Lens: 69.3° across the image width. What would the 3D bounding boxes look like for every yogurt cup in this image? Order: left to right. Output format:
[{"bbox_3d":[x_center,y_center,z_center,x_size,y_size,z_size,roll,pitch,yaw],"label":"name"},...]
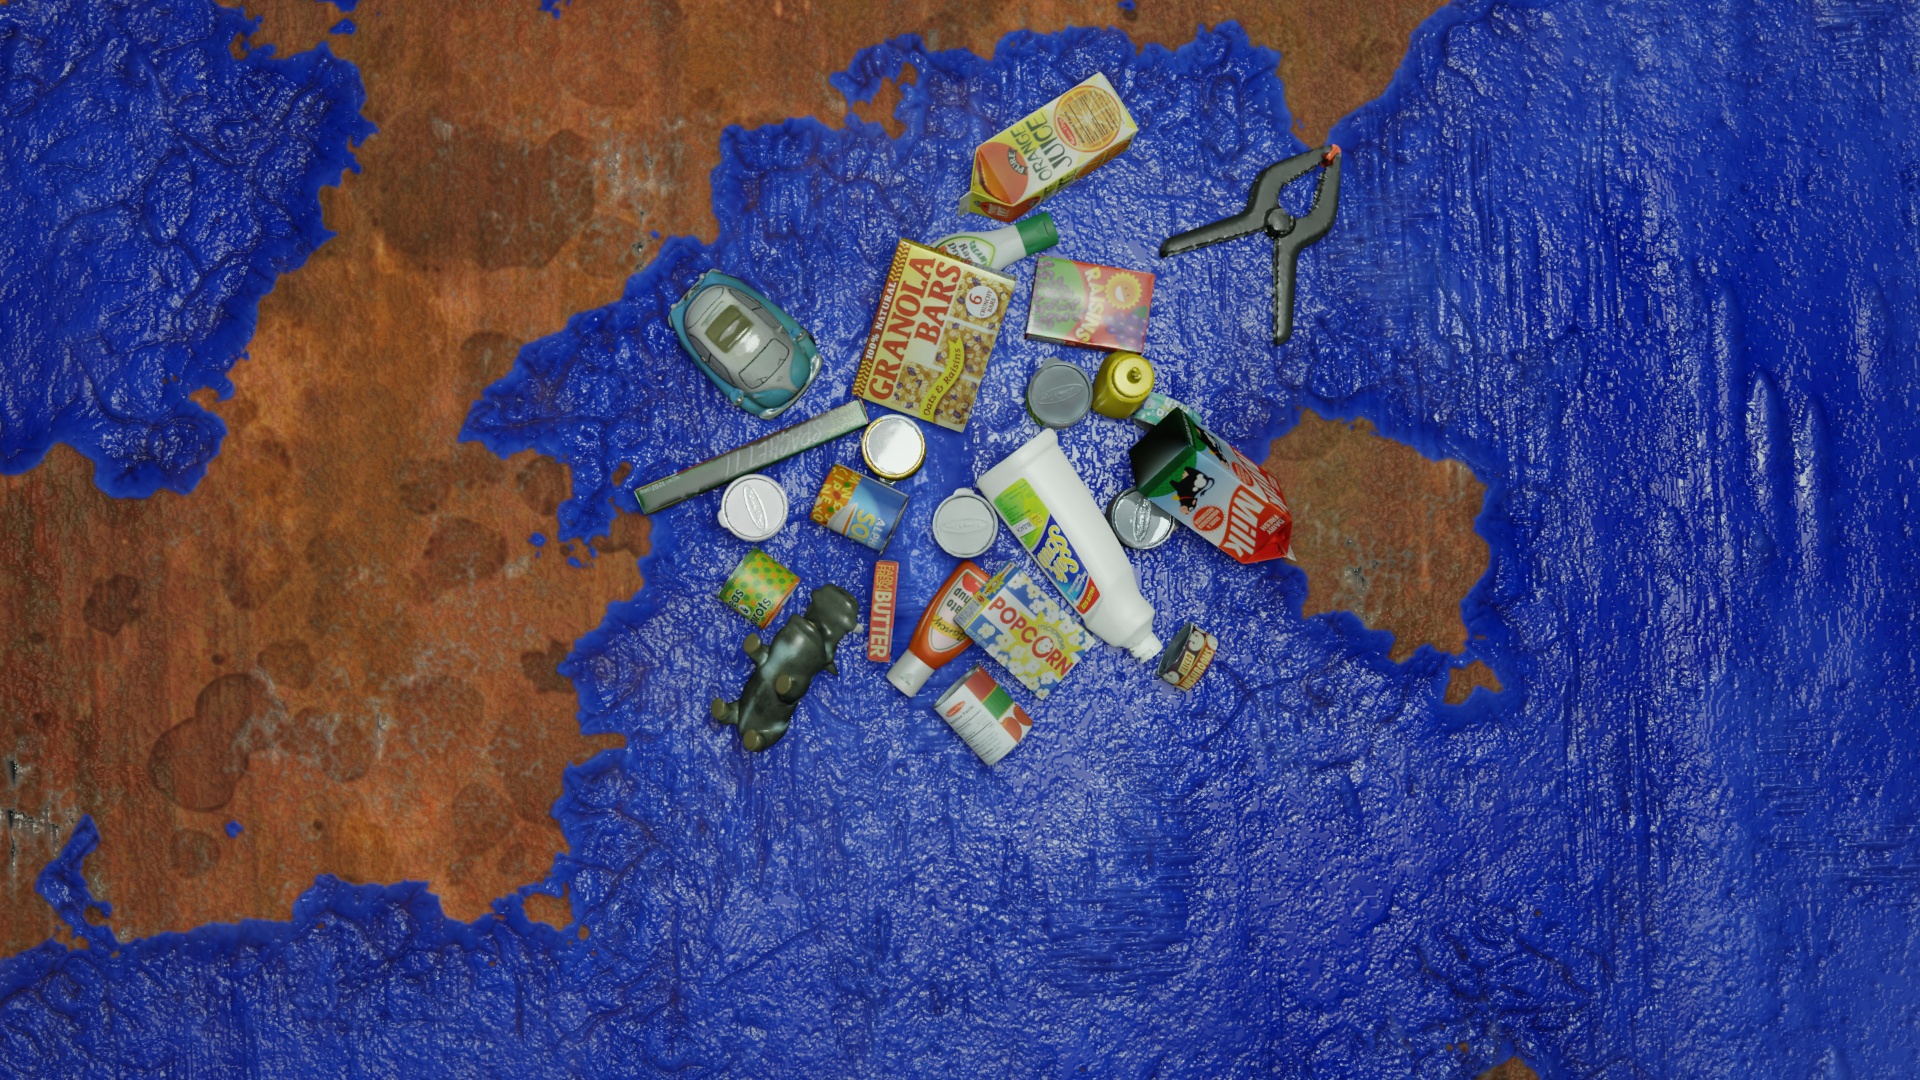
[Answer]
[{"bbox_3d":[-0.208,-0.033,1.423,0.072,0.054,0.072,0,90,-2],"label":"yogurt cup"}]

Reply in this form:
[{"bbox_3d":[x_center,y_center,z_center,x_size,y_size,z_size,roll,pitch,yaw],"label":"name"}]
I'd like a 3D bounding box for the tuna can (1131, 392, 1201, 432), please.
[{"bbox_3d":[0.213,-0.125,1.428,0.071,0.071,0.033,26,88,-1],"label":"tuna can"}]

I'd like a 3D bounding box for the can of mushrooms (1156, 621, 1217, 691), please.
[{"bbox_3d":[0.233,0.120,1.425,0.033,0.071,0.071,33,89,-3],"label":"can of mushrooms"}]

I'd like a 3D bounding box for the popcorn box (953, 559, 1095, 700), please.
[{"bbox_3d":[0.066,0.091,1.413,0.085,0.038,0.126,-48,116,-2],"label":"popcorn box"}]

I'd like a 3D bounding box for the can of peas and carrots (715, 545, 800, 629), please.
[{"bbox_3d":[-0.206,0.050,1.415,0.059,0.071,0.071,36,89,-1],"label":"can of peas and carrots"}]

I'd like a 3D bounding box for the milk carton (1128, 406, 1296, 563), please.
[{"bbox_3d":[0.266,-0.045,1.399,0.190,0.073,0.073,32,120,-25],"label":"milk carton"}]

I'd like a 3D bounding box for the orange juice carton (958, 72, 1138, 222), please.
[{"bbox_3d":[0.079,-0.392,1.428,0.193,0.072,0.073,-32,90,-2],"label":"orange juice carton"}]

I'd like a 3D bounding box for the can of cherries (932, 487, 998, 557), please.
[{"bbox_3d":[0.005,-0.018,1.427,0.071,0.058,0.071,0,89,0],"label":"can of cherries"}]

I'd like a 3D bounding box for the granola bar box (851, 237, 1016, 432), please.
[{"bbox_3d":[-0.027,-0.209,1.412,0.124,0.039,0.165,19,109,-3],"label":"granola bar box"}]

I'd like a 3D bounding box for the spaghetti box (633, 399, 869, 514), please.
[{"bbox_3d":[-0.211,-0.086,1.426,0.250,0.050,0.028,-22,92,-2],"label":"spaghetti box"}]

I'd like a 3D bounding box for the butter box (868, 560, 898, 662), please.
[{"bbox_3d":[-0.080,0.071,1.426,0.024,0.053,0.103,5,89,-3],"label":"butter box"}]

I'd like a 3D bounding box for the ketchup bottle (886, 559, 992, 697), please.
[{"bbox_3d":[-0.017,0.094,1.433,0.065,0.043,0.149,39,89,-4],"label":"ketchup bottle"}]

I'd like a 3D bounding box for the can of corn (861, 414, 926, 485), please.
[{"bbox_3d":[-0.068,-0.092,1.426,0.071,0.058,0.071,0,89,-1],"label":"can of corn"}]

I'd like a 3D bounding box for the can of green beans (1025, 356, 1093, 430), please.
[{"bbox_3d":[0.101,-0.148,1.432,0.071,0.058,0.071,0,90,-1],"label":"can of green beans"}]

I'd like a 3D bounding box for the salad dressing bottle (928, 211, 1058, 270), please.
[{"bbox_3d":[0.028,-0.298,1.439,0.148,0.044,0.064,-22,93,-2],"label":"salad dressing bottle"}]

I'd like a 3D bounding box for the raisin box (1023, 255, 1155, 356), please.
[{"bbox_3d":[0.134,-0.242,1.444,0.123,0.040,0.086,9,88,0],"label":"raisin box"}]

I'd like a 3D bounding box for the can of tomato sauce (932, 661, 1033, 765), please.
[{"bbox_3d":[0.024,0.177,1.422,0.071,0.071,0.083,-43,91,-1],"label":"can of tomato sauce"}]

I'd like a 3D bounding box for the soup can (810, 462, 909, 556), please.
[{"bbox_3d":[-0.104,-0.031,1.419,0.084,0.071,0.071,25,89,-1],"label":"soup can"}]

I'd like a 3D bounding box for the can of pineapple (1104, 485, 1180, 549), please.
[{"bbox_3d":[0.186,-0.022,1.432,0.071,0.058,0.071,0,90,-1],"label":"can of pineapple"}]

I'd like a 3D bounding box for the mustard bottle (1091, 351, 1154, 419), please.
[{"bbox_3d":[0.164,-0.157,1.383,0.049,0.160,0.065,15,91,-3],"label":"mustard bottle"}]
